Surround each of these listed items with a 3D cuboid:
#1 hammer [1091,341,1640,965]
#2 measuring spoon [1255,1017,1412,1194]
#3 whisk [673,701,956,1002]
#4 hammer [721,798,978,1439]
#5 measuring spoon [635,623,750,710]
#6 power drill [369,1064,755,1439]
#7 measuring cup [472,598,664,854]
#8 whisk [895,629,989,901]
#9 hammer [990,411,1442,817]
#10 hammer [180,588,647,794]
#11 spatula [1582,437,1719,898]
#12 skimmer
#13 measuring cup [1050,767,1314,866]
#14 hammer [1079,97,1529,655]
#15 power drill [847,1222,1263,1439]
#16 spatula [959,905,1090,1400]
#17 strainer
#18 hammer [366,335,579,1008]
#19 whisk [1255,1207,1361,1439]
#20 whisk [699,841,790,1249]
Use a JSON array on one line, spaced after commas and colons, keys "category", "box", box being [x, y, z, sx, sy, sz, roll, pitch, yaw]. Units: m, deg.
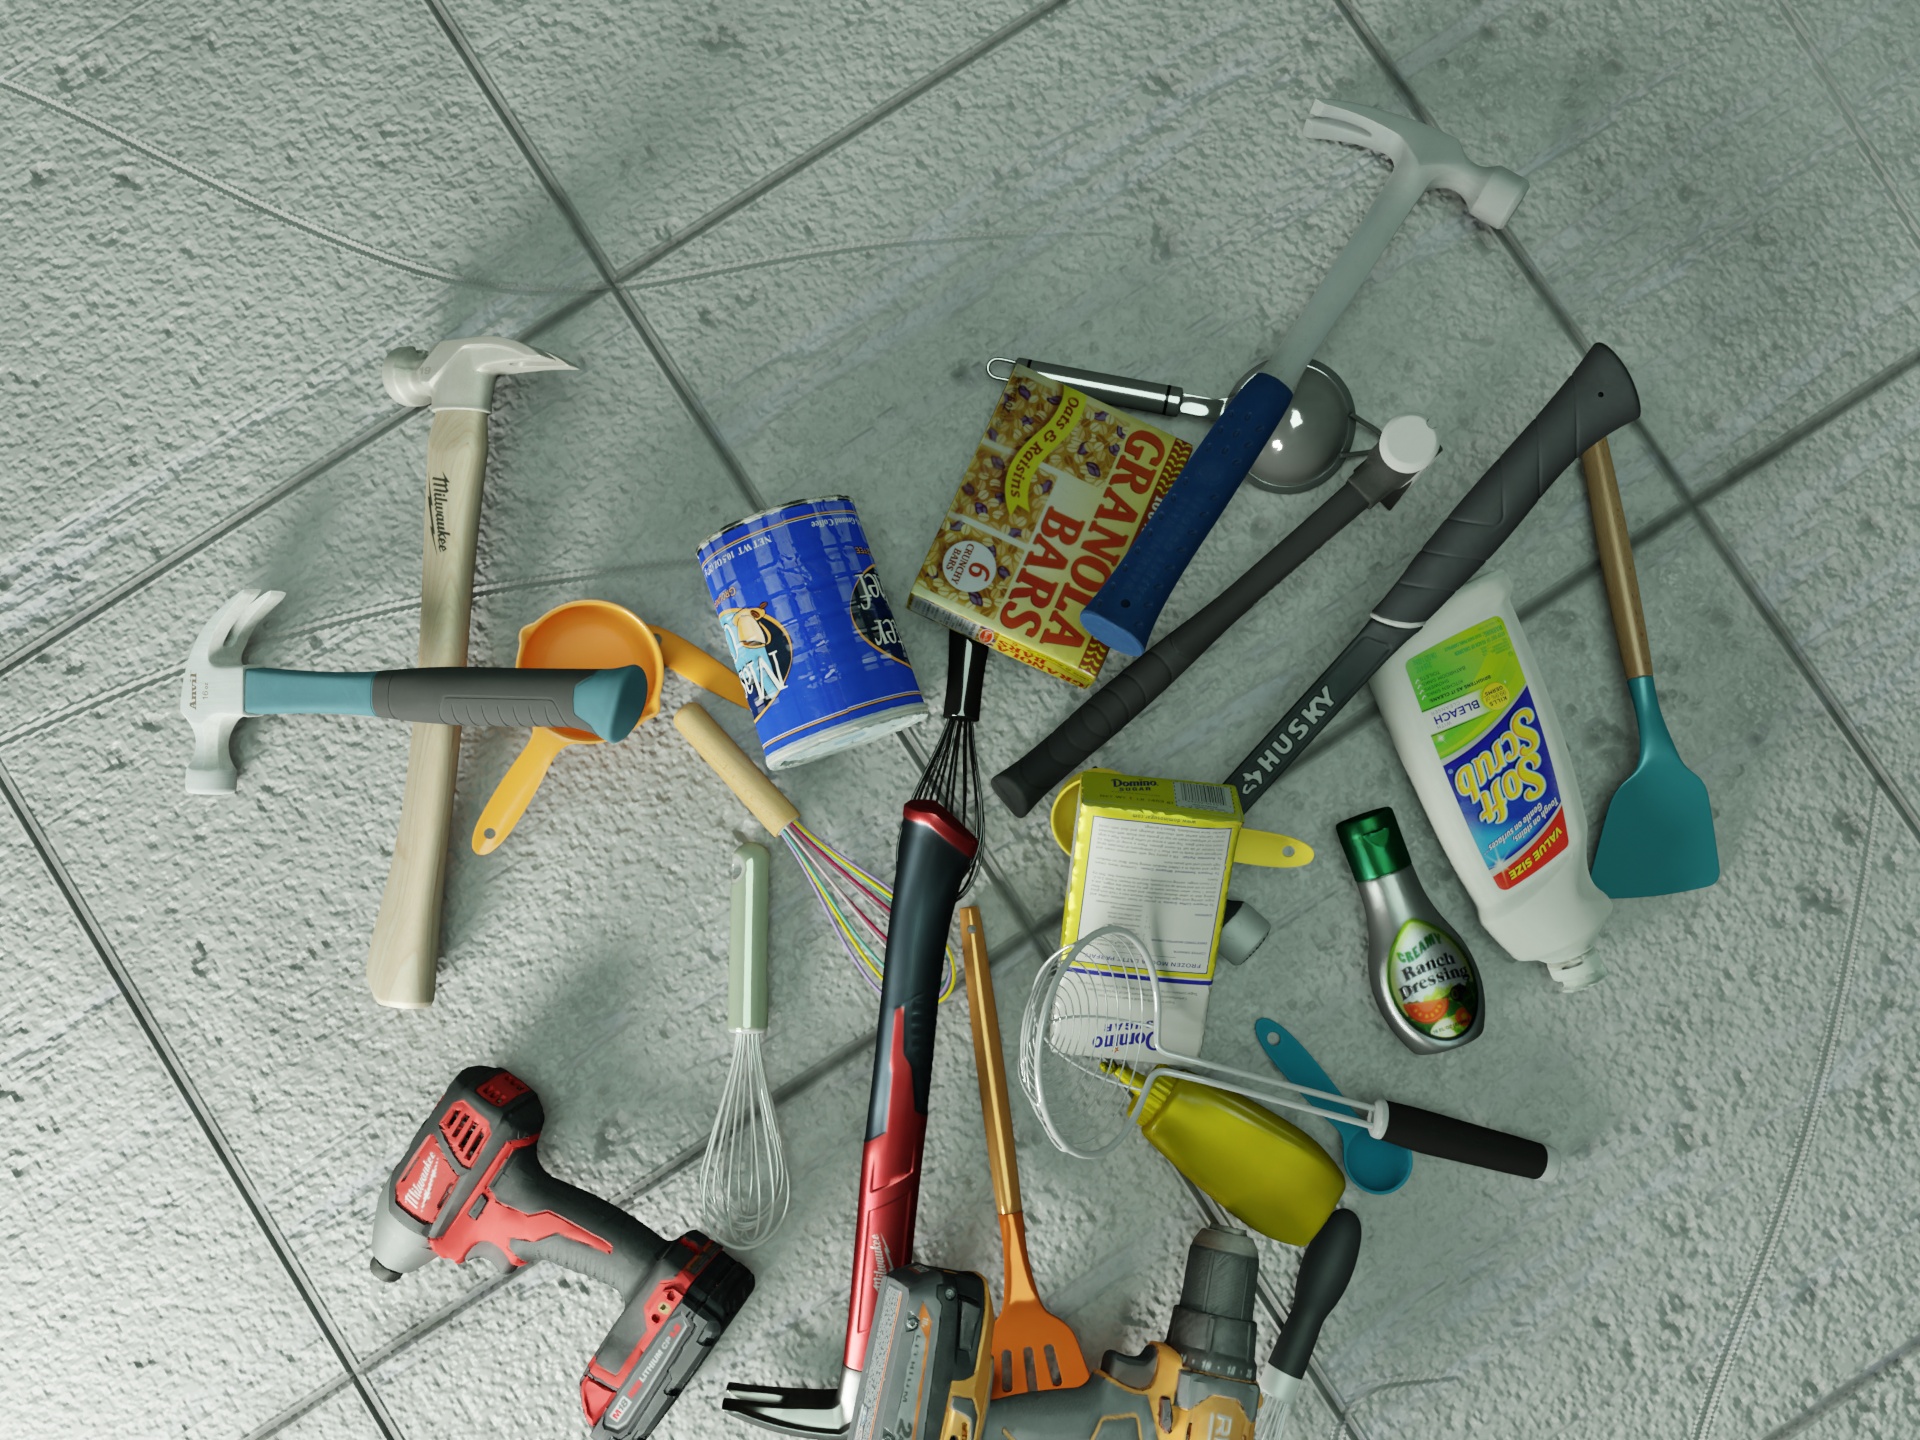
[{"category": "hammer", "box": [0.238, -0.048, 0.931, 0.149, 0.036, 0.409, 41, 107, 7]}, {"category": "measuring spoon", "box": [0.226, 0.236, 0.982, 0.042, 0.021, 0.129, -38, 77, -9]}, {"category": "whisk", "box": [-0.089, 0.078, 0.984, 0.245, 0.047, 0.051, 47, 54, 8]}, {"category": "hammer", "box": [-0.053, 0.237, 0.935, 0.143, 0.038, 0.386, 6, 97, -2]}, {"category": "measuring spoon", "box": [-0.157, -0.028, 1.008, 0.117, 0.011, 0.021, 32, 87, 3]}, {"category": "power drill", "box": [-0.247, 0.323, 0.949, 0.220, 0.078, 0.143, 35, 96, 7]}, {"category": "measuring cup", "box": [-0.251, 0.004, 0.982, 0.095, 0.052, 0.173, 32, 90, -14]}, {"category": "whisk", "box": [-0.003, -0.003, 0.989, 0.055, 0.055, 0.239, 7, 81, 1]}, {"category": "hammer", "box": [0.149, -0.057, 0.965, 0.335, 0.146, 0.035, -42, 84, 9]}, {"category": "hammer", "box": [-0.330, -0.014, 0.939, 0.331, 0.033, 0.128, 2, 91, 23]}, {"category": "spatula", "box": [0.414, -0.049, 0.996, 0.082, 0.044, 0.317, -7, 81, 1]}, {"category": "skimmer", "box": [0.199, 0.215, 0.906, 0.363, 0.090, 0.127, 17, 74, -12]}, {"category": "measuring cup", "box": [0.132, 0.064, 0.952, 0.156, 0.029, 0.062, 9, 109, 4]}, {"category": "hammer", "box": [0.189, -0.213, 0.960, 0.144, 0.035, 0.405, 32, 74, 8]}, {"category": "power drill", "box": [0.065, 0.364, 0.896, 0.226, 0.084, 0.185, 16, 74, -12]}, {"category": "spatula", "box": [0.026, 0.276, 0.978, 0.081, 0.041, 0.323, -8, 81, 1]}, {"category": "strainer", "box": [0.142, -0.199, 1.004, 0.258, 0.050, 0.087, 12, 100, 5]}, {"category": "hammer", "box": [-0.312, -0.029, 0.974, 0.146, 0.038, 0.410, 5, 89, 34]}, {"category": "whisk", "box": [0.177, 0.425, 0.949, 0.070, 0.070, 0.285, 24, 81, 3]}, {"category": "whisk", "box": [-0.130, 0.198, 0.978, 0.059, 0.058, 0.246, 5, 81, -33]}]
